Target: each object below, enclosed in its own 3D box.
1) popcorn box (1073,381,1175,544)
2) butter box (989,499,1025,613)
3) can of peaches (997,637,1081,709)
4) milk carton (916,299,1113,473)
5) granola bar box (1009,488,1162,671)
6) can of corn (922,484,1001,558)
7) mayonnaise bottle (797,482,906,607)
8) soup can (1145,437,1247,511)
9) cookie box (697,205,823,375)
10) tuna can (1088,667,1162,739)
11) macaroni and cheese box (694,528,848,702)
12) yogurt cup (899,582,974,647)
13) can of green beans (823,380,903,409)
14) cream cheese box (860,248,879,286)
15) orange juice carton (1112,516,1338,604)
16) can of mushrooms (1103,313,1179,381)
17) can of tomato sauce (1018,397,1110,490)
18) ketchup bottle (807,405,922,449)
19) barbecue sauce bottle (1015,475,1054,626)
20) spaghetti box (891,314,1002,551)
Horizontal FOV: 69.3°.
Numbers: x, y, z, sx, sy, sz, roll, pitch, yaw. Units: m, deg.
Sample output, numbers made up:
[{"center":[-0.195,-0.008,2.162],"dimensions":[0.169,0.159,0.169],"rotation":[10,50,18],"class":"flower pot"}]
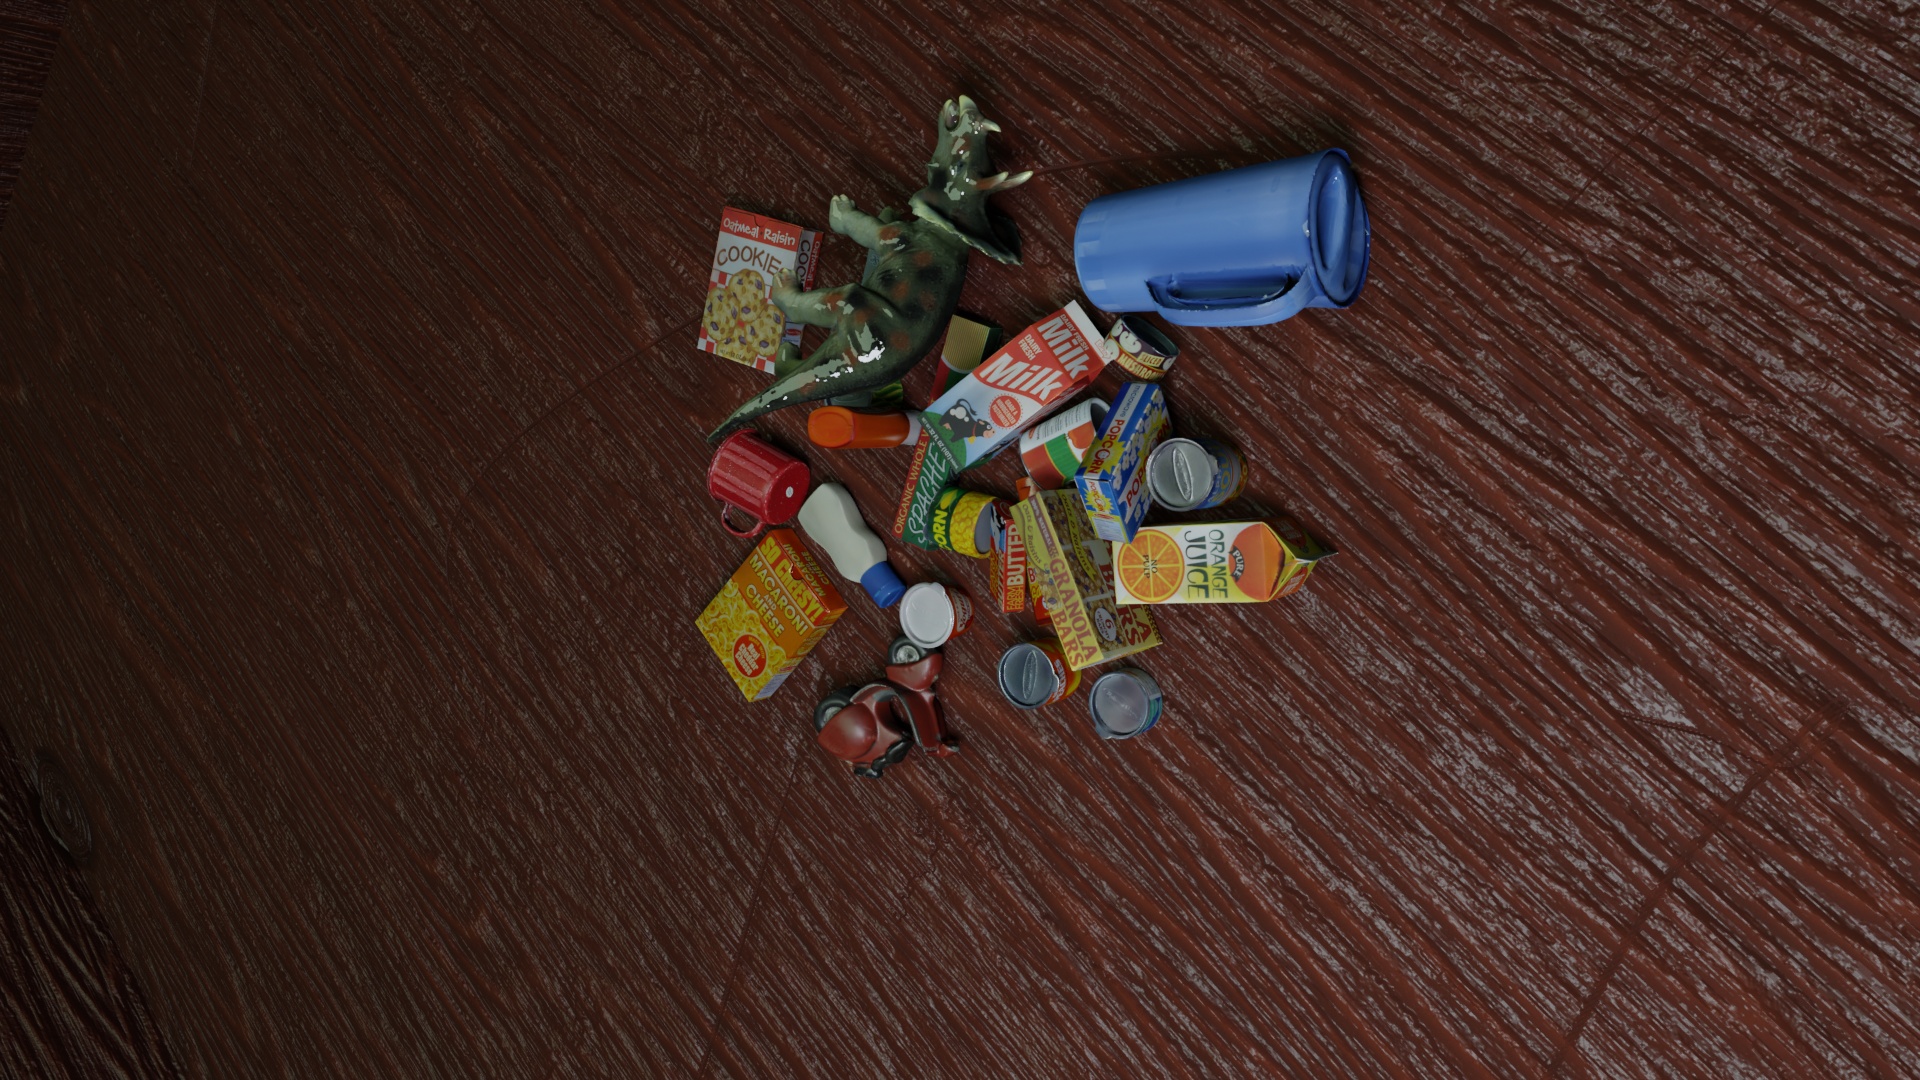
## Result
[{"center":[0.154,-0.072,1.272],"dimensions":[0.038,0.127,0.085],"rotation":[9,143,30],"class":"popcorn box"},{"center":[0.047,0.016,1.393],"dimensions":[0.053,0.024,0.103],"rotation":[-123,30,-63],"class":"butter box"},{"center":[0.082,0.133,1.388],"dimensions":[0.071,0.058,0.071],"rotation":[2,94,33],"class":"can of peaches"},{"center":[0.058,-0.150,1.360],"dimensions":[0.190,0.073,0.072],"rotation":[-37,84,20],"class":"milk carton"},{"center":[0.120,0.034,1.315],"dimensions":[0.039,0.124,0.165],"rotation":[-27,78,32],"class":"granola bar box"},{"center":[0.005,-0.018,1.421],"dimensions":[0.058,0.071,0.071],"rotation":[15,102,31],"class":"can of corn"},{"center":[-0.116,0.008,1.523],"dimensions":[0.148,0.041,0.064],"rotation":[51,120,19],"class":"mayonnaise bottle"},{"center":[0.219,-0.062,1.266],"dimensions":[0.071,0.084,0.071],"rotation":[3,95,34],"class":"soup can"},{"center":[-0.229,-0.284,1.578],"dimensions":[0.123,0.040,0.167],"rotation":[21,105,31],"class":"cookie box"},{"center":[0.160,0.160,1.352],"dimensions":[0.071,0.033,0.071],"rotation":[3,95,34],"class":"tuna can"},{"center":[-0.219,0.086,1.596],"dimensions":[0.165,0.040,0.124],"rotation":[-48,69,27],"class":"macaroni and cheese box"},{"center":[-0.022,0.076,1.455],"dimensions":[0.072,0.054,0.072],"rotation":[3,95,34],"class":"yogurt cup"},{"center":[-0.104,-0.157,1.492],"dimensions":[0.071,0.058,0.071],"rotation":[3,95,34],"class":"can of green beans"},{"center":[-0.056,-0.283,1.472],"dimensions":[0.104,0.024,0.053],"rotation":[20,105,31],"class":"cream cheese box"},{"center":[0.240,0.018,1.265],"dimensions":[0.192,0.072,0.073],"rotation":[-3,93,34],"class":"orange juice carton"},{"center":[0.170,-0.179,1.301],"dimensions":[0.071,0.071,0.033],"rotation":[46,118,22],"class":"can of mushrooms"},{"center":[0.111,-0.091,1.349],"dimensions":[0.083,0.071,0.071],"rotation":[-26,79,31],"class":"can of tomato sauce"},{"center":[-0.088,-0.116,1.429],"dimensions":[0.064,0.149,0.043],"rotation":[5,96,33],"class":"ketchup bottle"},{"center":[0.089,0.008,1.382],"dimensions":[0.064,0.044,0.148],"rotation":[-18,83,44],"class":"barbecue sauce bottle"},{"center":[-0.015,-0.110,1.454],"dimensions":[0.050,0.029,0.249],"rotation":[25,106,30],"class":"spaghetti box"}]
